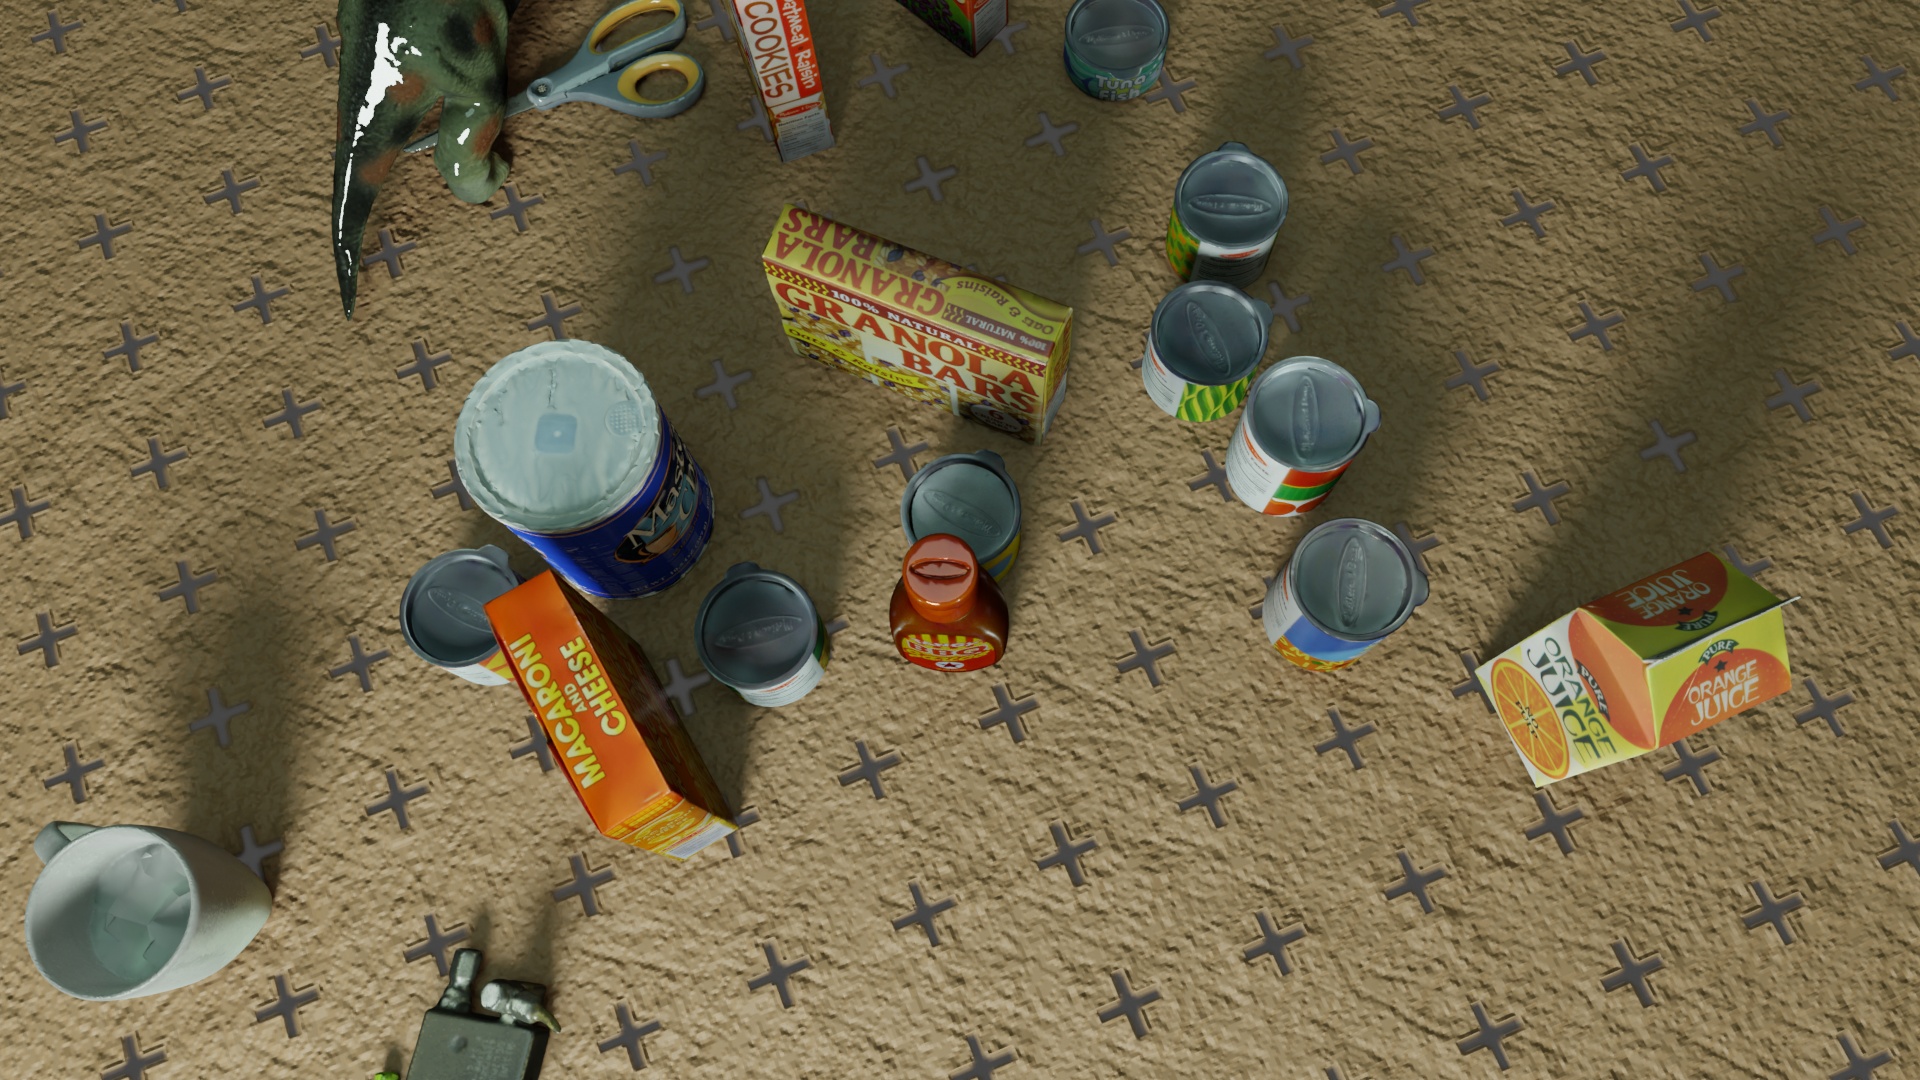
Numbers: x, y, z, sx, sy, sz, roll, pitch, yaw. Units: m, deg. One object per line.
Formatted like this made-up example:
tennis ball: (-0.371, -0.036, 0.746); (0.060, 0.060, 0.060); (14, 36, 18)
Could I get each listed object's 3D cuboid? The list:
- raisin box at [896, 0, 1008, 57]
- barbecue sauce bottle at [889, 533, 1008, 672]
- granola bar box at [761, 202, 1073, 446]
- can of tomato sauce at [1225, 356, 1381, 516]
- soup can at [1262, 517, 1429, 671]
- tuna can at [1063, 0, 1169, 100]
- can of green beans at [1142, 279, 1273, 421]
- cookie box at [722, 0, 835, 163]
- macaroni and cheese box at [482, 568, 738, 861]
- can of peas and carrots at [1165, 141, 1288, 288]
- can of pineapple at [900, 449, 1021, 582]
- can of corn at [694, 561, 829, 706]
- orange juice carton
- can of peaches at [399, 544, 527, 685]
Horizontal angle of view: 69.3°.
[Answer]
raisin box: (-0.014, -0.371, 0.861); (0.086, 0.123, 0.040); (42, 79, 13)
barbecue sauce bottle: (-0.007, 0.034, 0.721); (0.065, 0.148, 0.044); (2, 73, 3)
granola bar box: (-0.022, -0.117, 0.781); (0.166, 0.124, 0.039); (22, 75, 8)
can of tomato sauce: (0.189, -0.056, 0.777); (0.071, 0.083, 0.071); (0, 73, 2)
soup can: (0.205, 0.032, 0.749); (0.071, 0.083, 0.071); (0, 73, 2)
tuna can: (0.099, -0.315, 0.887); (0.071, 0.032, 0.071); (0, 73, 2)
can of green beans: (0.141, -0.109, 0.808); (0.071, 0.057, 0.071); (0, 73, 2)
cookie box: (-0.119, -0.325, 0.826); (0.040, 0.167, 0.123); (-19, 73, -4)
macaroni and cheese box: (-0.171, 0.094, 0.698); (0.040, 0.166, 0.124); (-31, 75, -7)
can of peas and carrots: (0.158, -0.193, 0.834); (0.071, 0.058, 0.071); (0, 73, 2)
can of pineapple: (0.003, -0.010, 0.782); (0.071, 0.057, 0.071); (0, 73, 2)
can of corn: (-0.108, 0.053, 0.765); (0.071, 0.058, 0.071); (0, 73, 2)
orange juice carton: (0.329, 0.064, 0.678); (0.072, 0.192, 0.073); (-22, 74, -5)
can of peaches: (-0.266, 0.042, 0.774); (0.071, 0.058, 0.071); (0, 73, 2)
